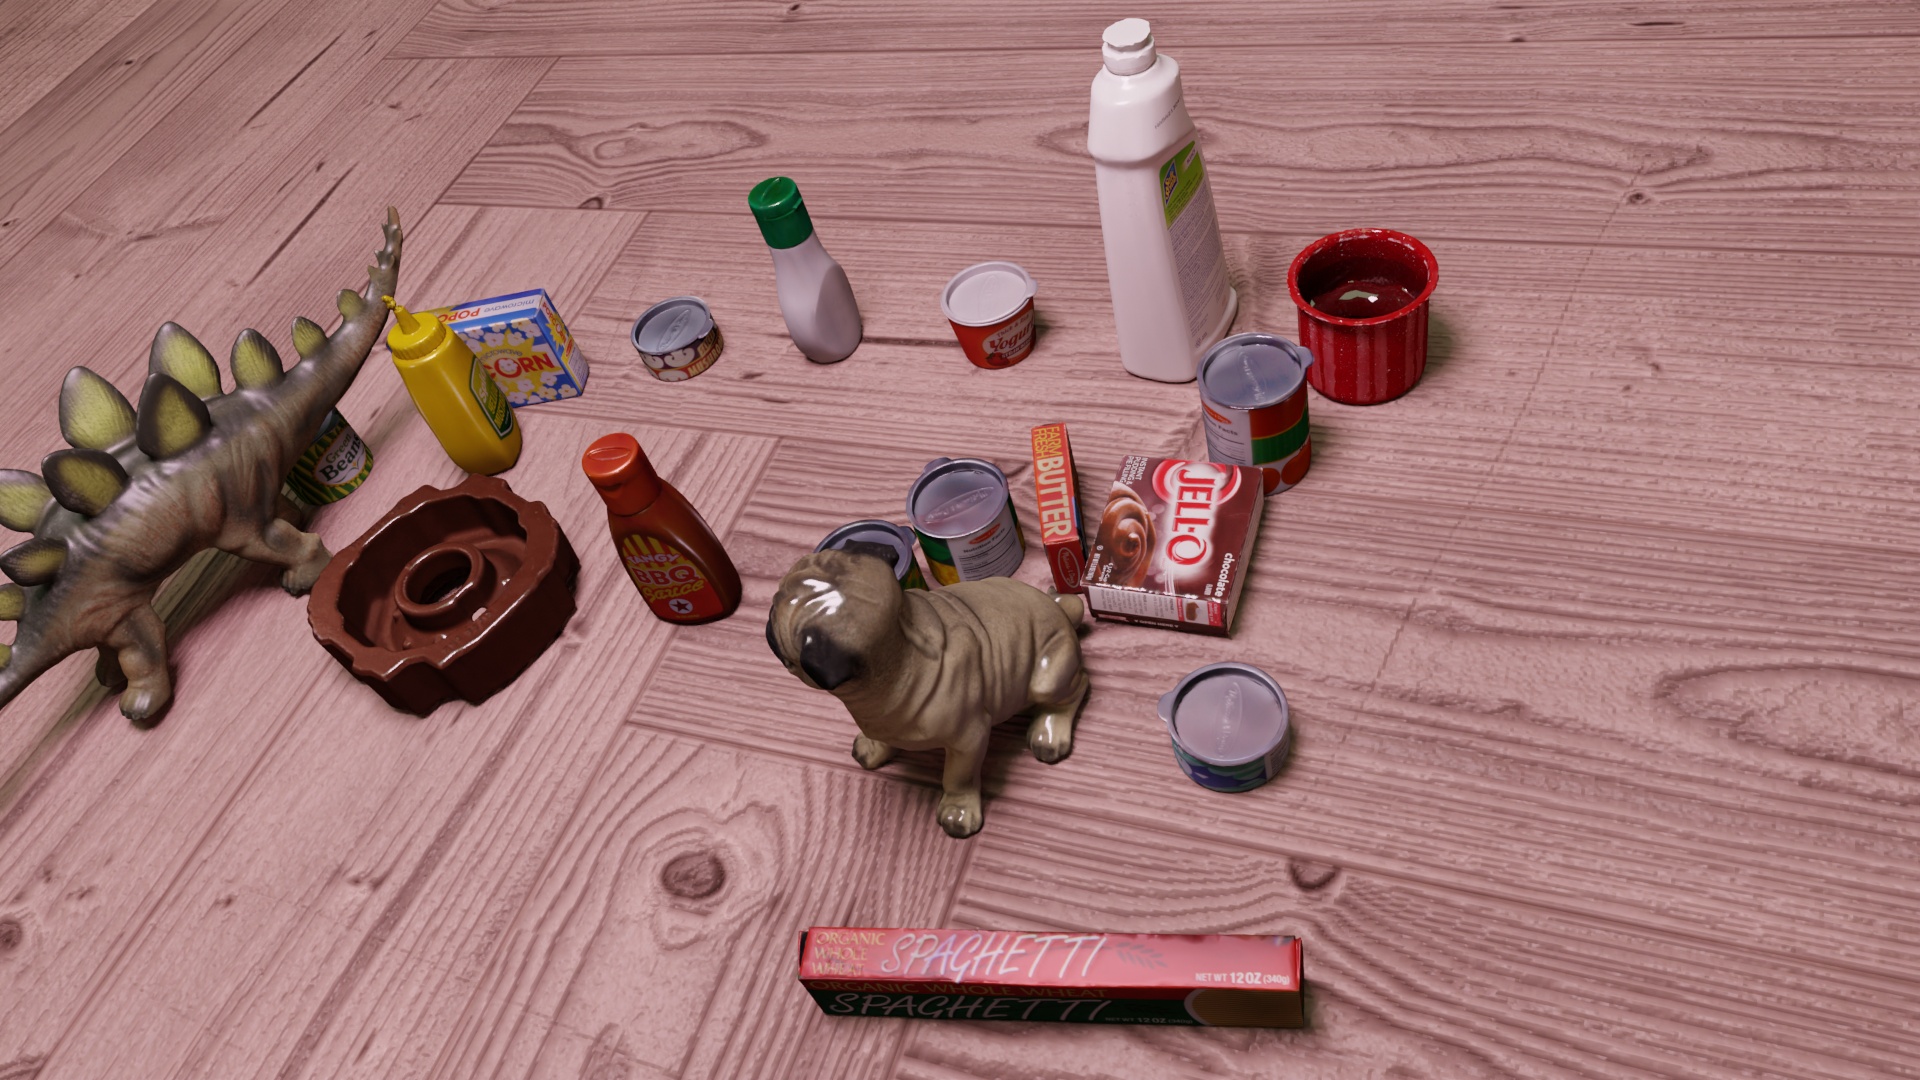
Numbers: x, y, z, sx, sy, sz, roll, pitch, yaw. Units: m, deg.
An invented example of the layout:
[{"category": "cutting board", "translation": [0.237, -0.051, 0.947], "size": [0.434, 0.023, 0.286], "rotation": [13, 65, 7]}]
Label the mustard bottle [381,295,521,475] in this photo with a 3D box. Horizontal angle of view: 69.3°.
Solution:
[{"category": "mustard bottle", "translation": [-0.379, -0.118, 1.025], "size": [0.049, 0.159, 0.065], "rotation": [-15, 48, 4]}]

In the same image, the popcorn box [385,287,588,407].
[{"category": "popcorn box", "translation": [-0.371, -0.146, 1.096], "size": [0.127, 0.084, 0.038], "rotation": [-9, 49, 9]}]

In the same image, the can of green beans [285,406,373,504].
[{"category": "can of green beans", "translation": [-0.506, -0.070, 1.090], "size": [0.071, 0.057, 0.071], "rotation": [-8, 49, 10]}]

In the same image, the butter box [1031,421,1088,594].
[{"category": "butter box", "translation": [0.064, -0.021, 0.882], "size": [0.024, 0.053, 0.104], "rotation": [-10, 48, 8]}]

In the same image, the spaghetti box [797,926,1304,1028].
[{"category": "spaghetti box", "translation": [0.042, 0.216, 0.688], "size": [0.250, 0.050, 0.029], "rotation": [-3, 50, 14]}]

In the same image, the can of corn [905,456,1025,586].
[{"category": "can of corn", "translation": [0.003, -0.011, 0.888], "size": [0.071, 0.058, 0.071], "rotation": [-8, 49, 10]}]

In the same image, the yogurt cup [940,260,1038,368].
[{"category": "yogurt cup", "translation": [0.024, -0.163, 1.014], "size": [0.072, 0.053, 0.073], "rotation": [-8, 49, 10]}]

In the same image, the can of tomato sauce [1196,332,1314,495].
[{"category": "can of tomato sauce", "translation": [0.188, -0.079, 0.875], "size": [0.071, 0.082, 0.071], "rotation": [-8, 49, 10]}]

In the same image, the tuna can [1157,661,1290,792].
[{"category": "tuna can", "translation": [0.145, 0.103, 0.765], "size": [0.071, 0.032, 0.071], "rotation": [-8, 49, 10]}]

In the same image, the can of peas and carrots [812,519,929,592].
[{"category": "can of peas and carrots", "translation": [-0.053, 0.028, 0.870], "size": [0.071, 0.058, 0.071], "rotation": [-8, 49, 10]}]

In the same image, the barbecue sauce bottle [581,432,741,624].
[{"category": "barbecue sauce bottle", "translation": [-0.192, -0.006, 0.881], "size": [0.065, 0.147, 0.044], "rotation": [-4, 50, 14]}]

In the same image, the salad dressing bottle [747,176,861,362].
[{"category": "salad dressing bottle", "translation": [-0.115, -0.198, 1.023], "size": [0.044, 0.147, 0.064], "rotation": [10, 54, 24]}]

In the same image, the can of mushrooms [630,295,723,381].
[{"category": "can of mushrooms", "translation": [-0.222, -0.159, 1.098], "size": [0.071, 0.033, 0.071], "rotation": [-8, 49, 10]}]
